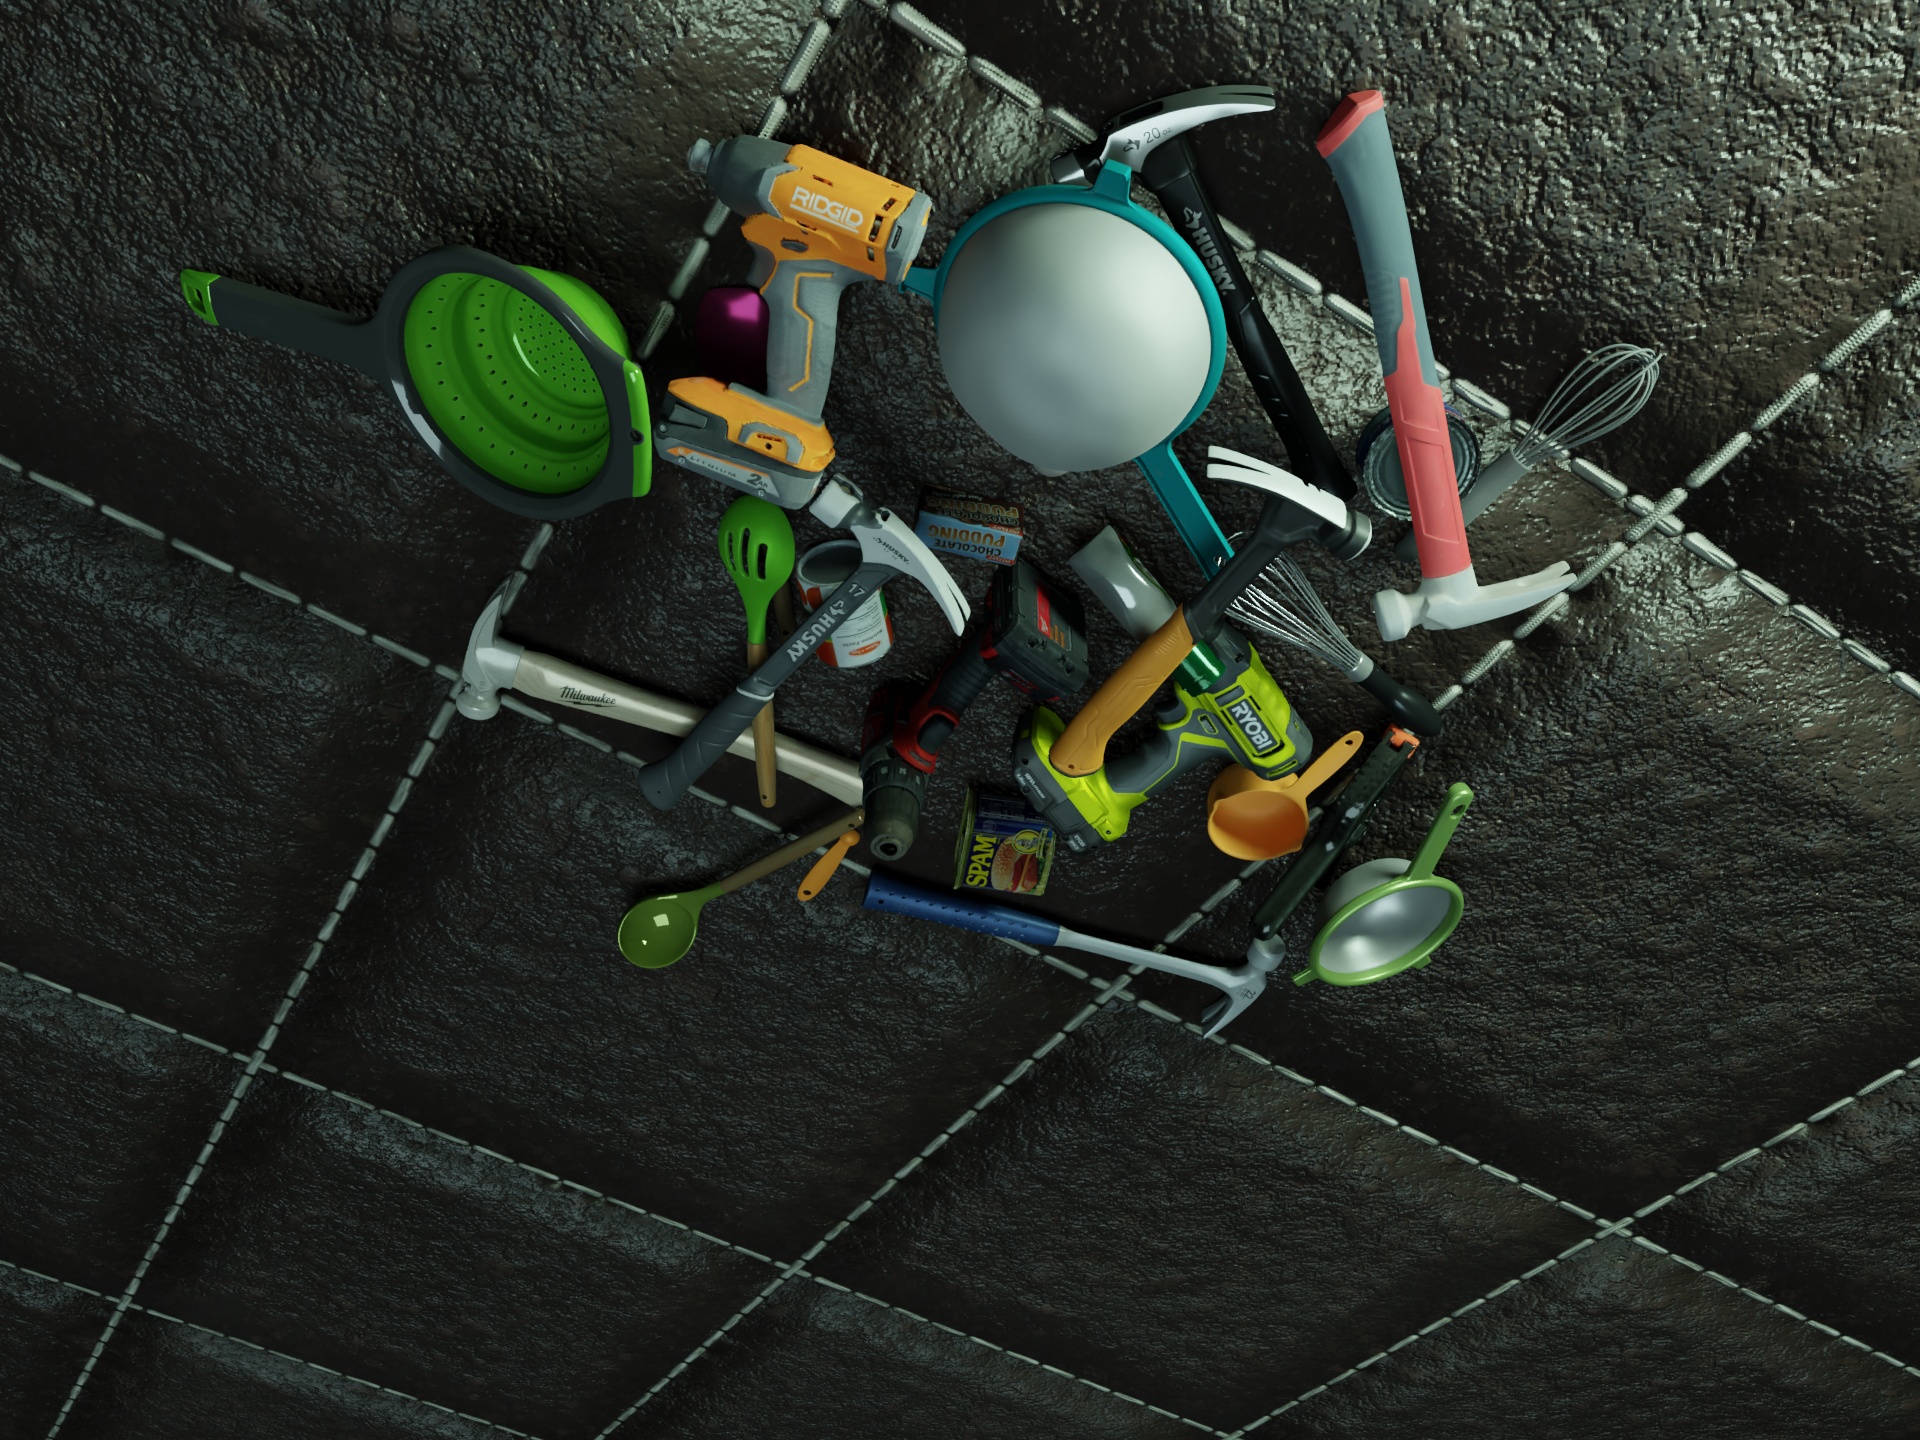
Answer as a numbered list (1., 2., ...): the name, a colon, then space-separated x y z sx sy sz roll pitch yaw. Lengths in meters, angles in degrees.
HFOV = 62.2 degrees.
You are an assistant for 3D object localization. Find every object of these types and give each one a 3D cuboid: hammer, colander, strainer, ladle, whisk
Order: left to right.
1. colander: -0.378 -0.278 1.152 0.397 0.094 0.204 19 134 14
2. hammer: -0.229 -0.003 1.401 0.410 0.038 0.146 19 129 -11
3. ladle: -0.207 0.157 1.507 0.320 0.062 0.078 -28 126 32
4. hammer: -0.152 -0.032 1.289 0.149 0.036 0.409 37 132 -14
5. hammer: 0.102 0.218 1.558 0.405 0.035 0.144 15 131 -7
6. strainer: 0.102 -0.199 1.107 0.211 0.095 0.340 -15 123 37
7. hammer: 0.152 -0.062 1.186 0.127 0.034 0.336 23 136 -15
8. hammer: 0.204 -0.281 1.109 0.146 0.035 0.334 -21 126 23
9. whisk: 0.300 -0.060 1.282 0.284 0.070 0.070 33 127 -27
10. strainer: 0.387 0.134 1.424 0.151 0.069 0.256 -4 134 -20
11. hammer: 0.325 -0.238 1.092 0.143 0.038 0.386 -15 119 10
12. whisk: 0.408 -0.189 1.162 0.055 0.055 0.239 30 131 -19

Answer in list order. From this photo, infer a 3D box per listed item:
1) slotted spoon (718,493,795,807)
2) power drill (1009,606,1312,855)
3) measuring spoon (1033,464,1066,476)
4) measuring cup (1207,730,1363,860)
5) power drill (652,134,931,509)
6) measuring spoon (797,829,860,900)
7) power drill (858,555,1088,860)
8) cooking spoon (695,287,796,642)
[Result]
1. slotted spoon: -0.166 -0.046 1.323 0.070 0.031 0.313 19 132 19
2. power drill: 0.159 0.008 1.343 0.223 0.080 0.171 -29 115 23
3. measuring spoon: 0.056 -0.231 1.180 0.034 0.018 0.124 -10 128 15
4. measuring cup: 0.285 0.050 1.382 0.095 0.052 0.173 29 126 -18
5. power drill: -0.133 -0.278 1.087 0.164 0.084 0.226 22 110 -4
6. measuring spoon: -0.129 0.142 1.532 0.021 0.011 0.117 26 129 -16
7. power drill: -0.002 -0.004 1.278 0.080 0.188 0.226 35 122 -23
8. cooking spoon: -0.154 -0.188 1.240 0.069 0.017 0.318 1 131 7
